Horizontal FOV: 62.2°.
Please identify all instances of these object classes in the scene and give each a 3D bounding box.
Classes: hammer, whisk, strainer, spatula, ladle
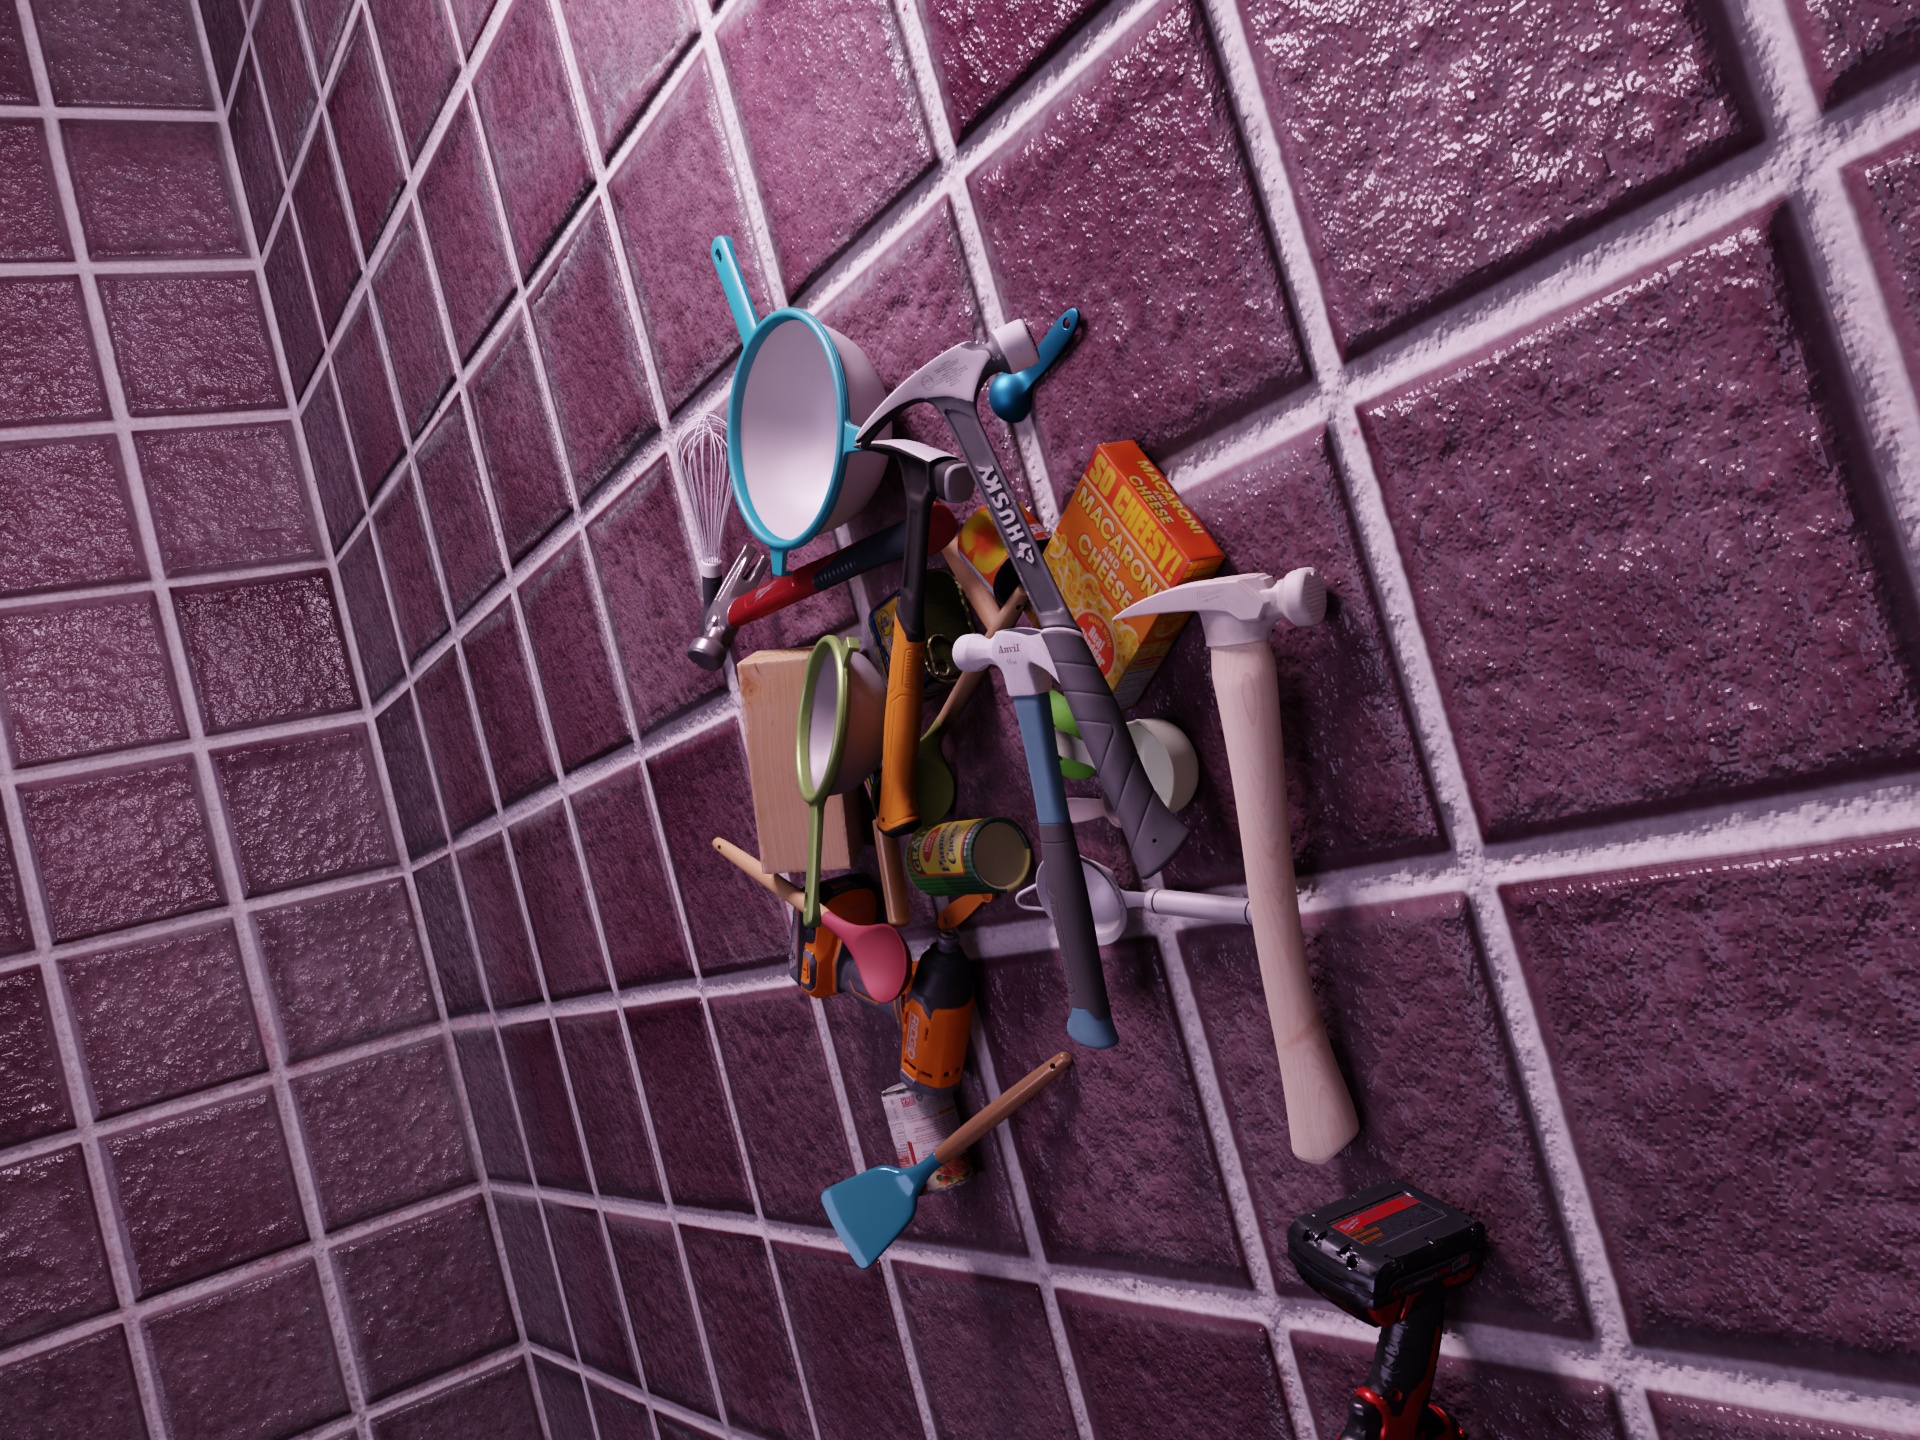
[{"bbox_3d":[-0.048,-0.062,1.312,0.127,0.034,0.336,30,123,47],"label":"hammer"},{"bbox_3d":[-0.267,-0.193,1.698,0.070,0.070,0.284,37,134,44],"label":"whisk"},{"bbox_3d":[0.060,-0.078,1.146,0.036,0.149,0.409,28,-142,-82],"label":"hammer"},{"bbox_3d":[-0.100,0.055,1.404,0.151,0.069,0.256,169,105,-70],"label":"strainer"},{"bbox_3d":[-0.125,-0.146,1.474,0.386,0.038,0.143,-16,44,51],"label":"hammer"},{"bbox_3d":[-0.008,0.387,1.441,0.317,0.044,0.082,-46,67,31],"label":"spatula"},{"bbox_3d":[-0.146,0.180,1.526,0.316,0.031,0.069,28,102,41],"label":"ladle"},{"bbox_3d":[0.074,0.091,1.225,0.128,0.033,0.331,-4,99,48],"label":"hammer"},{"bbox_3d":[0.205,0.105,1.093,0.146,0.038,0.410,-4,100,37],"label":"hammer"},{"bbox_3d":[-0.077,0.071,1.483,0.051,0.047,0.245,33,-133,-74],"label":"whisk"},{"bbox_3d":[0.146,0.138,1.217,0.258,0.050,0.086,0,116,50],"label":"strainer"},{"bbox_3d":[-0.143,-0.311,1.451,0.211,0.095,0.341,-50,52,45],"label":"strainer"},{"bbox_3d":[-0.002,-0.004,1.339,0.320,0.078,0.062,122,147,-51],"label":"ladle"}]

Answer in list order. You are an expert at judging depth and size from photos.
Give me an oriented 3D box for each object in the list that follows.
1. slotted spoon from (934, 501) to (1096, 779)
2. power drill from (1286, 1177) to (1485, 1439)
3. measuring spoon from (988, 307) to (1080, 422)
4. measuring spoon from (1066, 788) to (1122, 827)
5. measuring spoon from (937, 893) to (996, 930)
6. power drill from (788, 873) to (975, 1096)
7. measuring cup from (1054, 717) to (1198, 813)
[{"bbox_3d":[0.028,-0.081,1.329,0.314,0.031,0.070,61,146,25],"label":"slotted spoon"},{"bbox_3d":[0.271,0.426,1.036,0.079,0.143,0.219,16,111,56],"label":"power drill"},{"bbox_3d":[0.054,-0.276,1.229,0.128,0.021,0.042,-46,63,53],"label":"measuring spoon"},{"bbox_3d":[0.107,0.069,1.277,0.124,0.018,0.034,-11,93,63],"label":"measuring spoon"},{"bbox_3d":[0.006,0.171,1.459,0.117,0.011,0.021,-44,64,56],"label":"measuring spoon"},{"bbox_3d":[-0.071,0.235,1.530,0.227,0.084,0.164,32,123,43],"label":"power drill"},{"bbox_3d":[0.115,0.024,1.217,0.168,0.038,0.083,22,118,48],"label":"measuring cup"}]
